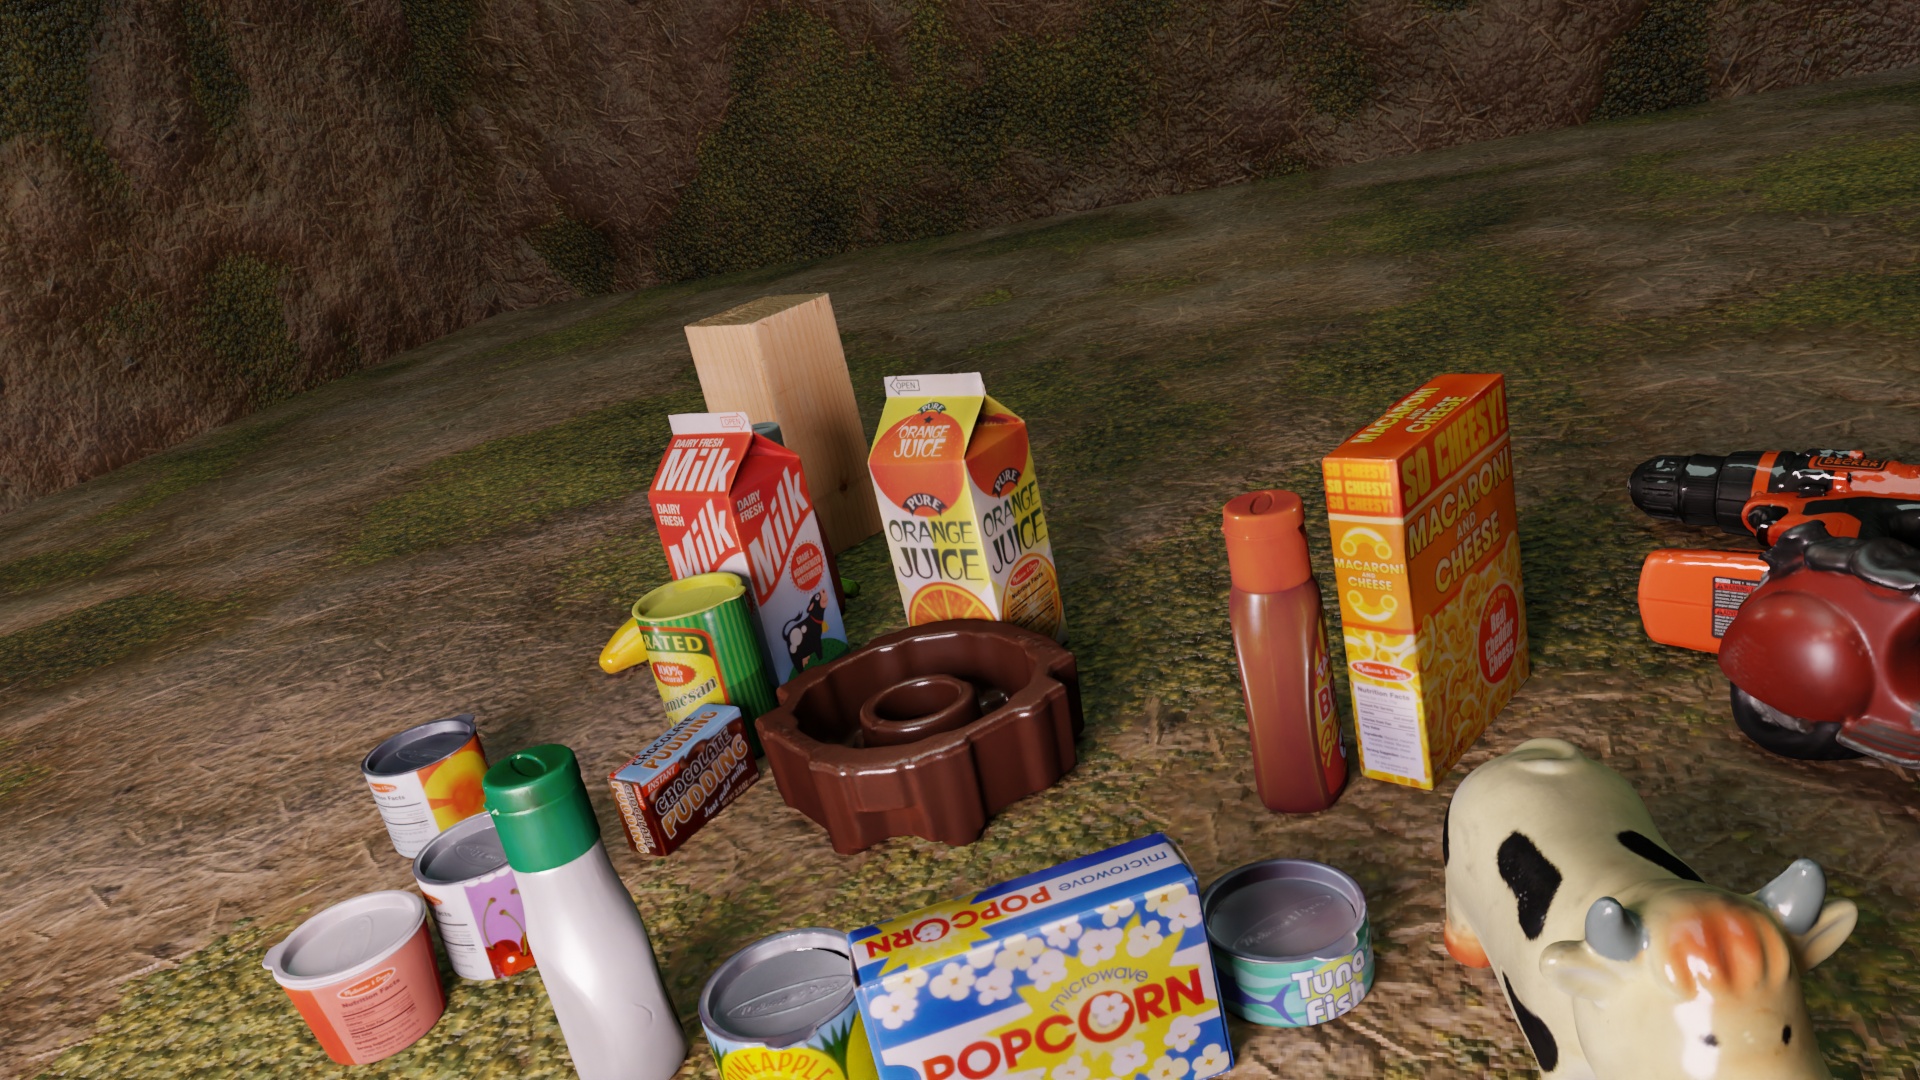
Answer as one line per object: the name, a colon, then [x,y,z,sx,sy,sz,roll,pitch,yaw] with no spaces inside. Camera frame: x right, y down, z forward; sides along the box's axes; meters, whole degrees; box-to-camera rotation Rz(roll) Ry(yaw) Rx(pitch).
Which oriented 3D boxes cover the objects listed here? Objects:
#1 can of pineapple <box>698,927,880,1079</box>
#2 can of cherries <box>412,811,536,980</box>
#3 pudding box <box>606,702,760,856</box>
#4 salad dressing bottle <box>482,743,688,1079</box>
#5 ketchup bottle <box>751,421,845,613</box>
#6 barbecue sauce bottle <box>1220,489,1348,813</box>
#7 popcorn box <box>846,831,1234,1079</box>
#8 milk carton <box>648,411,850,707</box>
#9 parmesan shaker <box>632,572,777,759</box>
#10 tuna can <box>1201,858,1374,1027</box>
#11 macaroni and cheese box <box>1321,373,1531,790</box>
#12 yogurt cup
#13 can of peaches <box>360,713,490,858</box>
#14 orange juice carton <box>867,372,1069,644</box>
can of pineapple: [-0.061,0.193,0.532,0.071,0.057,0.071,-12,19,4]
can of cherries: [-0.227,0.173,0.692,0.071,0.058,0.072,-12,19,4]
pudding box: [-0.153,0.132,0.774,0.030,0.049,0.084,0,23,34]
salad dressing bottle: [-0.152,0.155,0.562,0.044,0.147,0.064,-25,22,-31]
ketchup bottle: [-0.130,-0.010,1.003,0.064,0.148,0.044,-6,20,19]
barbecue sauce bottle: [0.152,0.051,0.655,0.043,0.148,0.065,-5,21,23]
popcorn box: [0.030,0.167,0.505,0.127,0.085,0.038,-16,19,-8]
milk carton: [-0.139,0.008,0.896,0.072,0.189,0.074,1,23,35]
parmesan shaker: [-0.148,0.079,0.836,0.071,0.102,0.071,-12,19,4]
tuna can: [0.129,0.158,0.546,0.071,0.032,0.071,-12,19,4]
macaroni and cheese box: [0.229,0.017,0.674,0.040,0.166,0.124,5,26,43]
yogurt cup: [-0.275,0.204,0.645,0.072,0.053,0.072,-12,19,4]
can of peaches: [-0.309,0.145,0.823,0.071,0.058,0.071,-12,19,4]
orange juice carton: [0.003,-0.011,0.854,0.072,0.192,0.073,1,23,35]
